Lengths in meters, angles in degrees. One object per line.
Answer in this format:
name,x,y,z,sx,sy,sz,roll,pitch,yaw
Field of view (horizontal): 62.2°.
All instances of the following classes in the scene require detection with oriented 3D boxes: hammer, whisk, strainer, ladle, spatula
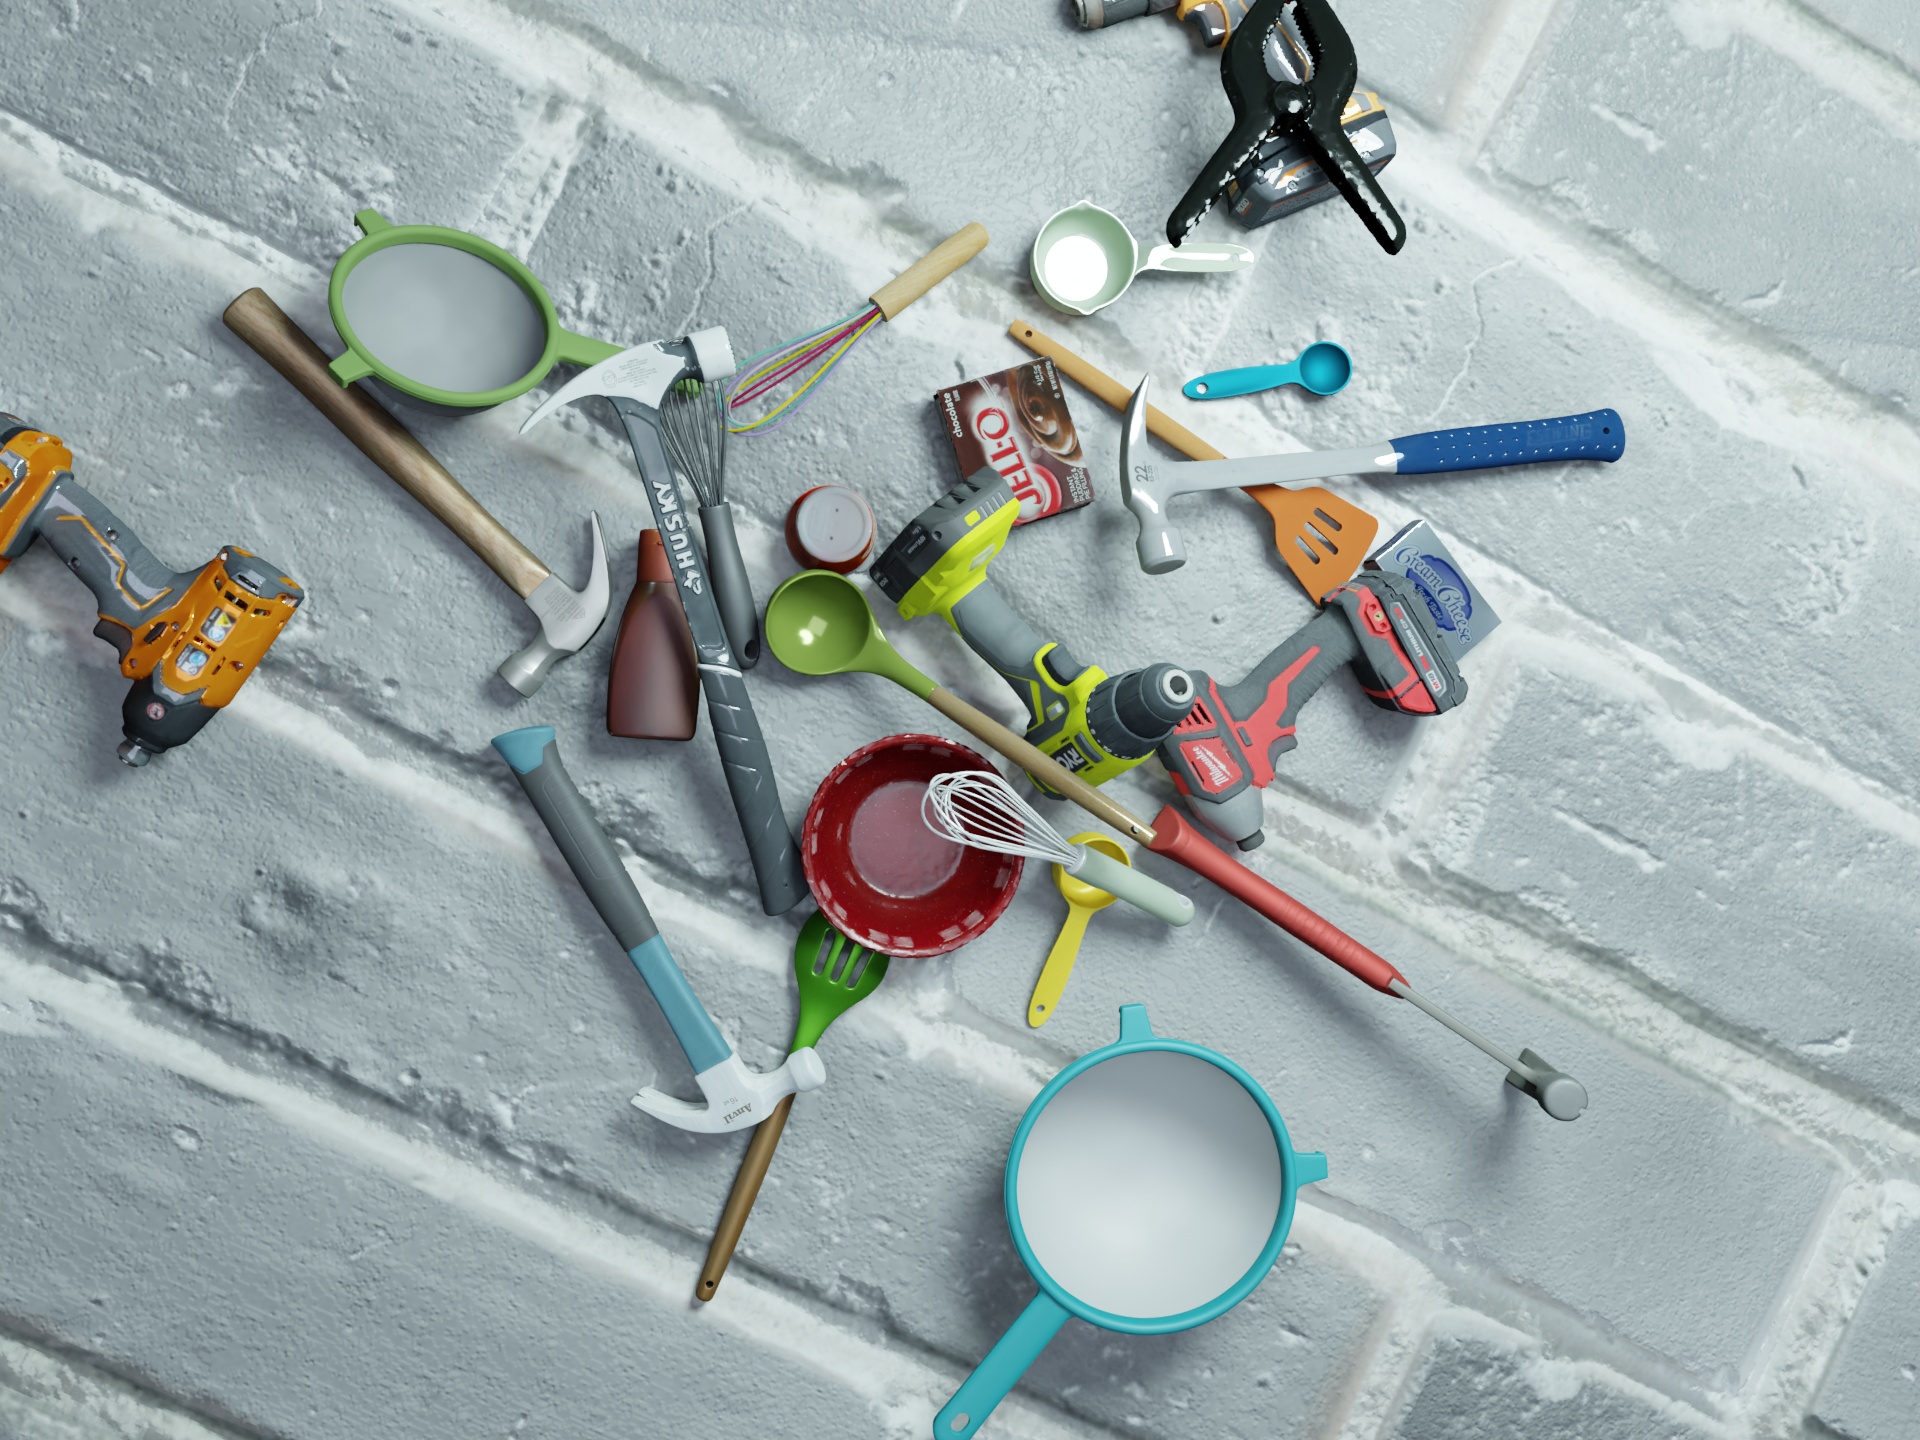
hammer,0.309,-0.201,1.183,0.405,0.035,0.144,-8,77,-14
hammer,-0.378,-0.175,1.115,0.331,0.031,0.130,45,86,-6
hammer,-0.177,-0.052,1.096,0.149,0.036,0.408,-18,107,-10
whisk,0.075,0.096,1.134,0.246,0.058,0.059,28,114,-27
strainer,-0.309,-0.252,1.111,0.256,0.069,0.152,11,58,-25
whisk,-0.079,-0.286,1.150,0.245,0.047,0.051,-39,108,-9
strainer,0.091,0.379,1.166,0.211,0.095,0.340,40,88,-4
hammer,-0.233,0.146,1.135,0.128,0.033,0.331,-30,92,7
ladle,-0.002,-0.004,1.111,0.320,0.062,0.078,34,103,14
spatula,0.172,-0.204,1.195,0.322,0.041,0.081,33,89,-3
whisk,-0.176,-0.149,1.122,0.055,0.055,0.239,-13,106,-7
hammer,0.294,0.177,1.192,0.359,0.149,0.037,34,91,4

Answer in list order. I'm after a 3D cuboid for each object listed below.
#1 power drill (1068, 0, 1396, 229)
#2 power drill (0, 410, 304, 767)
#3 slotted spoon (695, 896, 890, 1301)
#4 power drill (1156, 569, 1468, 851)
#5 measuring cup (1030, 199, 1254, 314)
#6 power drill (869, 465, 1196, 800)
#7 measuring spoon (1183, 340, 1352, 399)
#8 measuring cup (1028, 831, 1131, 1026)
power drill,0.198,-0.482,1.163,0.185,0.084,0.226,-23,91,-4
power drill,-0.584,-0.084,1.067,0.226,0.084,0.164,34,88,-11
slotted spoon,-0.130,0.279,1.166,0.070,0.031,0.314,22,90,-6
power drill,0.254,-0.006,1.185,0.219,0.078,0.143,-30,99,-3
measuring cup,0.132,-0.339,1.178,0.167,0.038,0.083,-3,92,-10
power drill,0.054,-0.058,1.102,0.080,0.190,0.228,-40,91,-28
measuring spoon,0.232,-0.258,1.207,0.128,0.021,0.042,-9,83,2
measuring cup,0.079,0.156,1.194,0.062,0.029,0.156,16,102,-20
